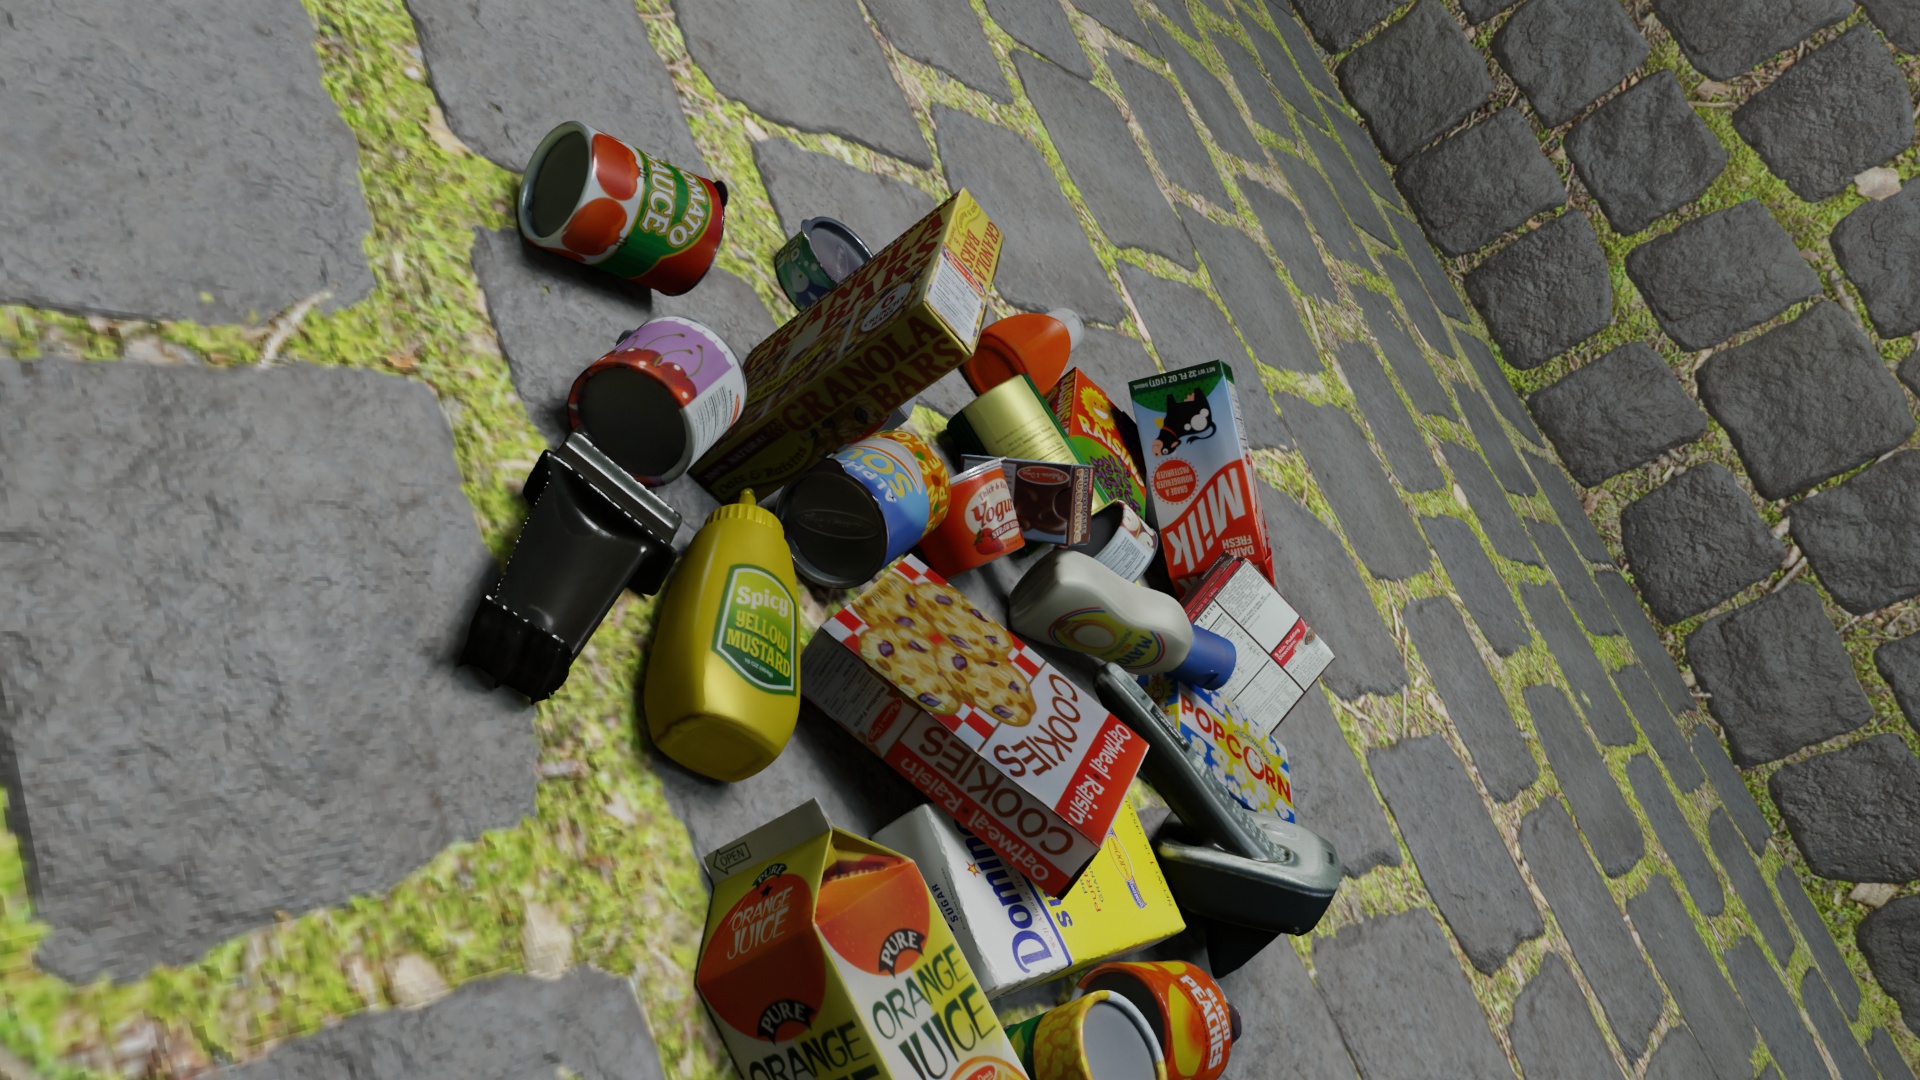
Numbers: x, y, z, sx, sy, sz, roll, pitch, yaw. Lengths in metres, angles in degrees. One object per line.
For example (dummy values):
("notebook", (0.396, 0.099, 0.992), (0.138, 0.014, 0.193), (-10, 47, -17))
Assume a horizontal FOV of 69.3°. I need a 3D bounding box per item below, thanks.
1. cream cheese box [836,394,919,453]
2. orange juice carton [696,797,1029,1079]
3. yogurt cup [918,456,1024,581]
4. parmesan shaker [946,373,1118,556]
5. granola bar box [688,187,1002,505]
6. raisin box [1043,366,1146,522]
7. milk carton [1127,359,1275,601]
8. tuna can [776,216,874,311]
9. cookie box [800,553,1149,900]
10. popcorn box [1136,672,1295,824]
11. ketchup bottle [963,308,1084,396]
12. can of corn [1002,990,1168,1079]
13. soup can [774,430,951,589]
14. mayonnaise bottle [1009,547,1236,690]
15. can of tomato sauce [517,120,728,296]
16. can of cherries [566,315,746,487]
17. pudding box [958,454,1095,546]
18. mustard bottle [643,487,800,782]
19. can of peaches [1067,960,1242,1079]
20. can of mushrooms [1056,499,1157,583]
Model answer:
("cream cheese box", (-0.046, -0.094, 0.839), (0.024, 0.053, 0.104), (47, 32, -20))
("orange juice carton", (-0.037, 0.201, 0.558), (0.073, 0.071, 0.193), (-17, 76, -58))
("yogurt cup", (0.003, -0.010, 0.821), (0.072, 0.072, 0.054), (-23, 89, -59))
("parmesan shaker", (0.047, -0.051, 0.912), (0.103, 0.071, 0.071), (58, 31, 4))
("granola bar box", (-0.056, -0.097, 0.719), (0.039, 0.165, 0.125), (45, 32, -23))
("raisin box", (0.096, -0.059, 1.018), (0.086, 0.040, 0.124), (41, 33, -22))
("milk carton", (0.184, -0.033, 1.037), (0.073, 0.072, 0.190), (-7, 84, -73))
("tuna can", (-0.084, -0.170, 0.876), (0.071, 0.032, 0.071), (35, 37, -31))
("cookie box", (0.009, 0.089, 0.702), (0.167, 0.040, 0.123), (38, 24, 5))
("popcorn box", (0.170, 0.147, 0.929), (0.126, 0.038, 0.085), (40, 33, -25))
("ketchup bottle", (0.053, -0.140, 1.030), (0.064, 0.043, 0.149), (55, 31, -4))
("can of corn", (0.054, 0.253, 0.649), (0.071, 0.058, 0.071), (35, 36, -31))
("soup can", (-0.051, -0.021, 0.748), (0.071, 0.071, 0.084), (55, 30, -2))
("mayonnaise bottle", (0.106, 0.055, 0.875), (0.148, 0.064, 0.041), (23, 43, -23))
("can of tomato sauce", (-0.173, -0.171, 0.717), (0.083, 0.071, 0.071), (15, 50, -48))
("can of cherries", (-0.147, -0.067, 0.665), (0.071, 0.071, 0.059), (49, 32, -12))
("pudding box", (0.039, -0.025, 0.852), (0.030, 0.083, 0.049), (-3, 98, -56))
("mustard bottle", (-0.105, 0.030, 0.643), (0.065, 0.048, 0.161), (35, 37, -34))
("can of peaches", (0.097, 0.247, 0.702), (0.058, 0.071, 0.071), (17, 48, -45))
("can of mushrooms", (0.096, 0.006, 0.932), (0.033, 0.071, 0.071), (42, 33, -21))
